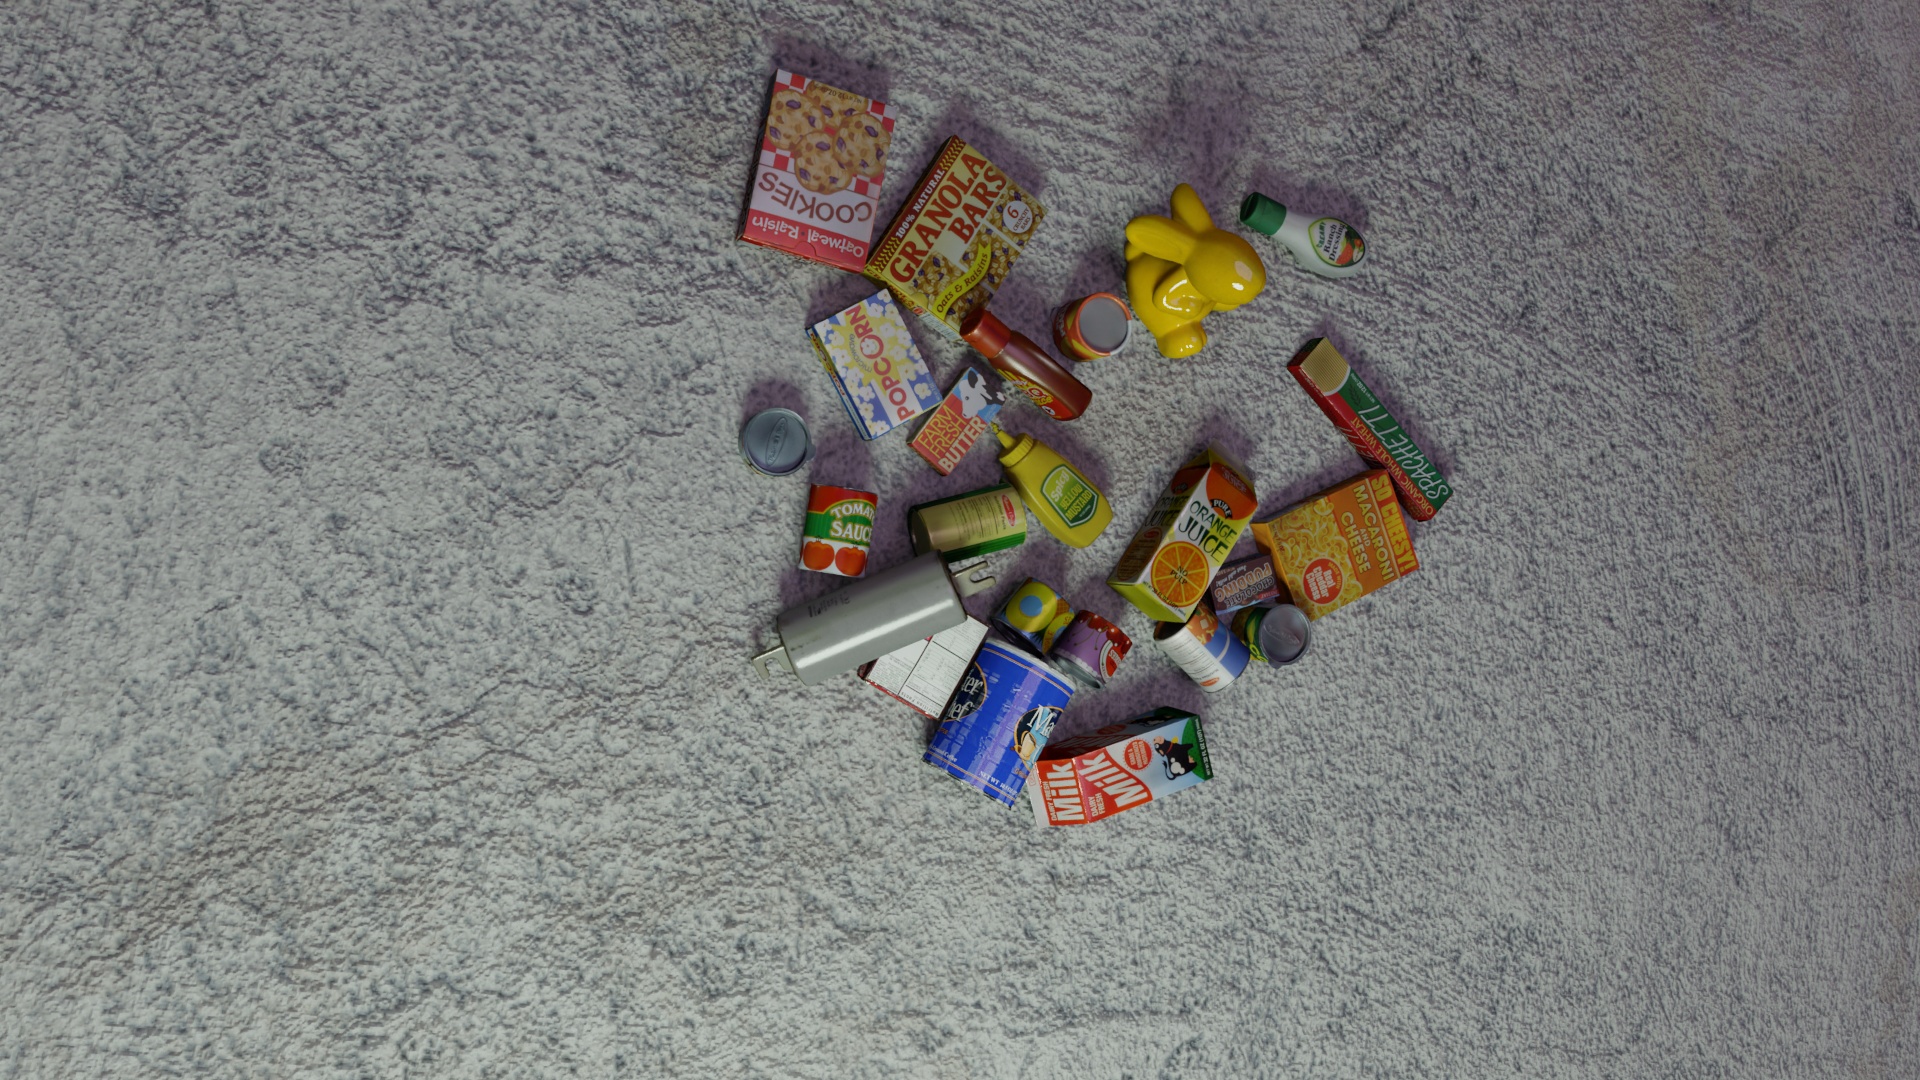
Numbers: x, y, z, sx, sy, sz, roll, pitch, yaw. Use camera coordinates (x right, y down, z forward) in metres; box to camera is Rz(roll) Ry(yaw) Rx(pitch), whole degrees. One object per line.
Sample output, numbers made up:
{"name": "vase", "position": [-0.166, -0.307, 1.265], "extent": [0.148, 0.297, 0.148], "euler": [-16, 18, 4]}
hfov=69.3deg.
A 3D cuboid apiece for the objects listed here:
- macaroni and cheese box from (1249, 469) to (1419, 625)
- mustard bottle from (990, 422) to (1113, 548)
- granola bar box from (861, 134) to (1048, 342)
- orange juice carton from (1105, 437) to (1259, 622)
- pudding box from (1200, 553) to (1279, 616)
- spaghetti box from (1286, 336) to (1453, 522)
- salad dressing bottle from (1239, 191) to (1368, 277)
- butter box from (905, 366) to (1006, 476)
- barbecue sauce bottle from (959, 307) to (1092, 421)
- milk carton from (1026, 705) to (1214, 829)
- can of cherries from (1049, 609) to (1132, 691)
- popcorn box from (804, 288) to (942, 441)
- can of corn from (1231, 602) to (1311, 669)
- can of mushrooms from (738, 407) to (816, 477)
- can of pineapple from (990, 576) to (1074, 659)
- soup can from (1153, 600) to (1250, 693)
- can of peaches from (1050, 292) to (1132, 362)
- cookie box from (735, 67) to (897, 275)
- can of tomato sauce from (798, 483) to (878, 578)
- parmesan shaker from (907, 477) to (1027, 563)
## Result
{"name": "macaroni and cheese box", "position": [0.418, 0.006, 1.548], "extent": [0.167, 0.040, 0.123], "euler": [-23, 98, -18]}
{"name": "mustard bottle", "position": [0.085, -0.062, 1.420], "extent": [0.160, 0.049, 0.065], "euler": [44, 75, -15]}
{"name": "granola bar box", "position": [-0.006, -0.302, 1.392], "extent": [0.124, 0.039, 0.166], "euler": [35, 79, -17]}
{"name": "orange juice carton", "position": [0.244, -0.012, 1.466], "extent": [0.072, 0.073, 0.193], "euler": [37, 78, -16]}
{"name": "pudding box", "position": [0.301, 0.048, 1.510], "extent": [0.084, 0.030, 0.049], "euler": [-15, 96, -19]}
{"name": "spaghetti box", "position": [0.466, -0.123, 1.572], "extent": [0.249, 0.028, 0.050], "euler": [46, 77, -14]}
{"name": "salad dressing bottle", "position": [0.378, -0.338, 1.531], "extent": [0.148, 0.044, 0.064], "euler": [19, 85, -19]}
{"name": "butter box", "position": [-0.004, -0.120, 1.400], "extent": [0.053, 0.024, 0.104], "euler": [40, 77, -15]}
{"name": "barbecue sauce bottle", "position": [0.063, -0.177, 1.390], "extent": [0.148, 0.065, 0.044], "euler": [36, 79, -30]}
{"name": "milk carton", "position": [0.157, 0.235, 1.434], "extent": [0.191, 0.073, 0.072], "euler": [-16, 96, -19]}
{"name": "can of cherries", "position": [0.137, 0.114, 1.429], "extent": [0.071, 0.071, 0.058], "euler": [40, 77, -16]}
{"name": "popcorn box", "position": [-0.084, -0.172, 1.363], "extent": [0.085, 0.038, 0.126], "euler": [-30, 100, -17]}
{"name": "can of corn", "position": [0.336, 0.103, 1.508], "extent": [0.071, 0.058, 0.071], "euler": [0, 90, -20]}
{"name": "can of mushrooms", "position": [-0.176, -0.092, 1.332], "extent": [0.071, 0.033, 0.071], "euler": [0, 89, -20]}
{"name": "can of pineapple", "position": [0.075, 0.079, 1.407], "extent": [0.071, 0.071, 0.058], "euler": [43, 76, -15]}
{"name": "soup can", "position": [0.257, 0.109, 1.477], "extent": [0.083, 0.071, 0.071], "euler": [45, 76, -15]}
{"name": "can of peaches", "position": [0.134, -0.221, 1.433], "extent": [0.071, 0.058, 0.071], "euler": [0, 91, -21]}
{"name": "cookie box", "position": [-0.139, -0.353, 1.342], "extent": [0.123, 0.040, 0.167], "euler": [13, 86, -20]}
{"name": "can of tomato sauce", "position": [-0.116, -0.009, 1.335], "extent": [0.071, 0.071, 0.083], "euler": [10, 87, -20]}
{"name": "parmesan shaker", "position": [0.005, -0.017, 1.383], "extent": [0.103, 0.071, 0.071], "euler": [-14, 95, -19]}
